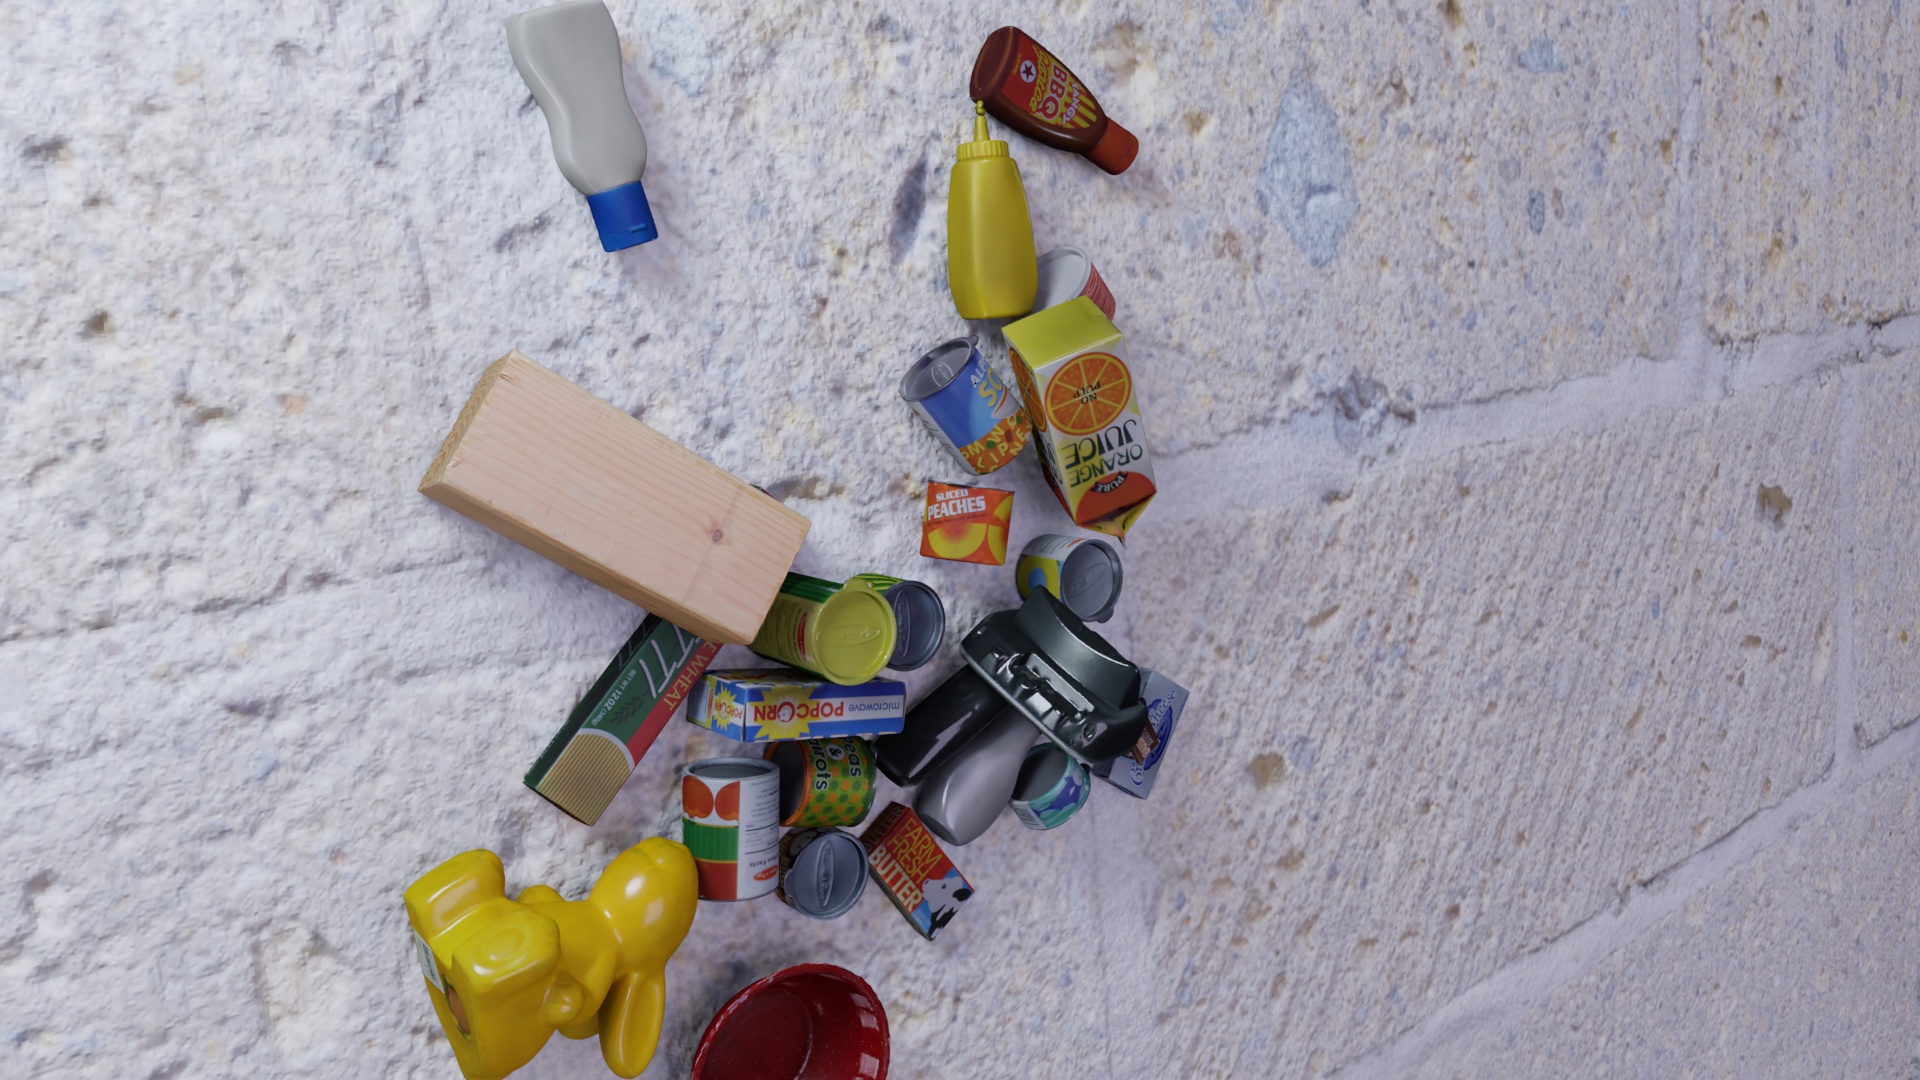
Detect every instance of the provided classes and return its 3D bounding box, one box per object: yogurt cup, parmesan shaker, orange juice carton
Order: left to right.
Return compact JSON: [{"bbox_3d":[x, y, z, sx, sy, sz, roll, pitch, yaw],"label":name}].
[{"bbox_3d":[-0.099,0.055,0.952,0.071,0.103,0.071,-5,98,-36],"label":"parmesan shaker"},{"bbox_3d":[0.086,-0.189,1.090,0.054,0.072,0.072,39,72,-41],"label":"yogurt cup"},{"bbox_3d":[0.097,-0.083,1.073,0.073,0.072,0.191,-23,128,-5],"label":"orange juice carton"}]

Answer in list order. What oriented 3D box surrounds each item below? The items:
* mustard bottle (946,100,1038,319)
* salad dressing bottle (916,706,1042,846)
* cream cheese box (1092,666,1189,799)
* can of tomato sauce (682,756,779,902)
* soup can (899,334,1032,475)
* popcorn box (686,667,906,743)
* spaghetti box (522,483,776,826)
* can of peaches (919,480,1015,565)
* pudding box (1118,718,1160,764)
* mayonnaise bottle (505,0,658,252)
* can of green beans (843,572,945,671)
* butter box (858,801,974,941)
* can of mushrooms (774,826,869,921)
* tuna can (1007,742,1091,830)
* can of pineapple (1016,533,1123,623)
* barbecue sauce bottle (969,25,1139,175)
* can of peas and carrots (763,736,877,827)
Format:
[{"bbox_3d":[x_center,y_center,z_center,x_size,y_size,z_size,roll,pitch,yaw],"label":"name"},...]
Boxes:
[{"bbox_3d":[0.021,-0.248,1.045,0.065,0.049,0.160,-10,100,-35],"label":"mustard bottle"},{"bbox_3d":[0.027,0.170,1.094,0.148,0.044,0.064,-49,118,-24],"label":"salad dressing bottle"},{"bbox_3d":[0.156,0.166,1.200,0.053,0.024,0.104,32,76,-33],"label":"cream cheese box"},{"bbox_3d":[-0.158,0.195,0.947,0.071,0.071,0.083,-2,95,-36],"label":"can of tomato sauce"},{"bbox_3d":[0.008,-0.101,1.037,0.083,0.071,0.071,49,67,-30],"label":"soup can"},{"bbox_3d":[-0.112,0.112,0.959,0.127,0.085,0.038,2,93,-36],"label":"popcorn box"},{"bbox_3d":[-0.194,0.072,0.931,0.050,0.028,0.251,45,69,-30],"label":"spaghetti box"},{"bbox_3d":[0.004,-0.013,1.043,0.071,0.071,0.058,6,92,-37],"label":"can of peaches"},{"bbox_3d":[0.118,0.148,1.133,0.030,0.083,0.049,-39,116,-27],"label":"pudding box"},{"bbox_3d":[-0.229,-0.256,0.866,0.065,0.041,0.147,-26,110,-30],"label":"mayonnaise bottle"},{"bbox_3d":[-0.054,0.058,1.014,0.071,0.058,0.071,-5,98,-36],"label":"can of green beans"},{"bbox_3d":[-0.036,0.254,1.067,0.053,0.024,0.103,-45,118,-23],"label":"butter box"},{"bbox_3d":[-0.105,0.240,1.010,0.071,0.033,0.071,-5,98,-36],"label":"can of mushrooms"},{"bbox_3d":[0.070,0.194,1.112,0.071,0.071,0.032,-48,120,-22],"label":"tuna can"},{"bbox_3d":[0.087,0.031,1.115,0.071,0.058,0.071,-4,97,-36],"label":"can of pineapple"},{"bbox_3d":[0.076,-0.335,1.080,0.148,0.043,0.065,23,80,-36],"label":"barbecue sauce bottle"},{"bbox_3d":[-0.100,0.168,0.984,0.059,0.071,0.071,8,90,-36],"label":"can of peas and carrots"}]
